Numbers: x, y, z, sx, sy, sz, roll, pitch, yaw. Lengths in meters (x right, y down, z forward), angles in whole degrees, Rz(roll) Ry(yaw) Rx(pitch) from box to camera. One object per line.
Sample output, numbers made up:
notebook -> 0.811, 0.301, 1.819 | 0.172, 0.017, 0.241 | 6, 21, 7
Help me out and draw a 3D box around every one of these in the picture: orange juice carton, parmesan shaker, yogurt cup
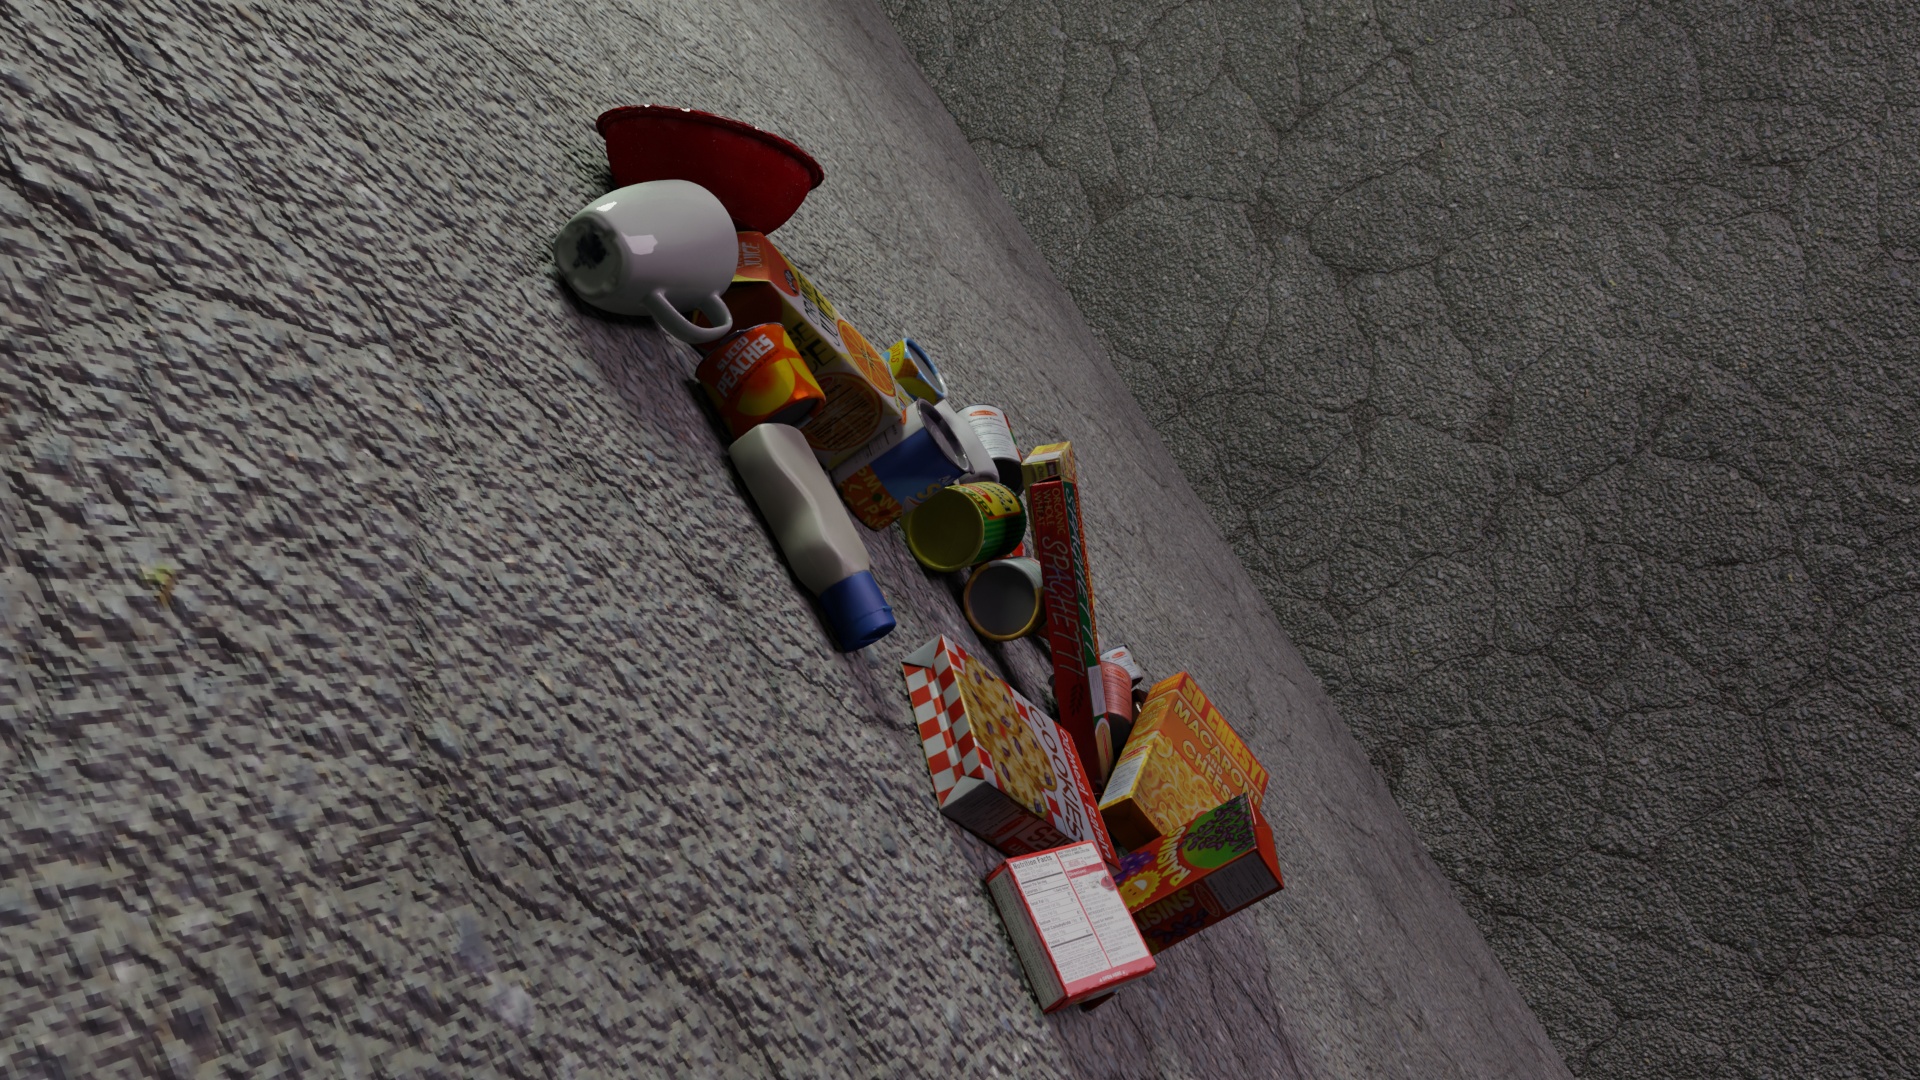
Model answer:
orange juice carton -> -0.129, -0.144, 0.981 | 0.192, 0.073, 0.072 | 44, 19, -37
parmesan shaker -> 0.004, -0.014, 1.117 | 0.071, 0.071, 0.103 | 58, 21, 7
yogurt cup -> 0.112, 0.139, 1.154 | 0.072, 0.072, 0.054 | 45, 26, -36

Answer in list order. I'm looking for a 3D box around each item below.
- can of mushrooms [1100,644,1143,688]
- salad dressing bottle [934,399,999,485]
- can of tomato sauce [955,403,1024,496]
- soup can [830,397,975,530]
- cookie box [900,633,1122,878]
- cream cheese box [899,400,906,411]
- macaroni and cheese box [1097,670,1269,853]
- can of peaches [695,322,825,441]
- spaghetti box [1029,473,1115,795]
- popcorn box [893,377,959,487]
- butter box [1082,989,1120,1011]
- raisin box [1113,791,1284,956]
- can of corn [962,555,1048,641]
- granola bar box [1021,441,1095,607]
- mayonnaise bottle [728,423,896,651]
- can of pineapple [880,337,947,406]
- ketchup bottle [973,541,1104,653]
can of mushrooms -> 0.126, 0.123, 1.227 | 0.033, 0.071, 0.071 | 60, 15, 16
salad dressing bottle -> -0.014, -0.097, 1.282 | 0.064, 0.044, 0.148 | 98, -30, -47
can of tomato sauce -> 0.024, -0.080, 1.340 | 0.071, 0.071, 0.083 | 43, 20, -41
soup can -> -0.043, -0.054, 1.037 | 0.071, 0.083, 0.071 | 51, 16, -20
cookie box -> 0.034, 0.153, 0.927 | 0.167, 0.040, 0.123 | 41, 21, -41
cream cheese box -> -0.068, -0.093, 1.100 | 0.103, 0.053, 0.024 | 49, 14, -24
macaroni and cheese box -> 0.179, 0.200, 1.101 | 0.123, 0.040, 0.167 | 51, 36, -10
can of peaches -> -0.129, -0.099, 0.898 | 0.058, 0.071, 0.071 | 59, 15, 8
spaghetti box -> 0.090, 0.074, 1.097 | 0.050, 0.028, 0.250 | 8, 74, -71
popcorn box -> -0.054, -0.092, 1.173 | 0.126, 0.038, 0.085 | 47, 18, -31
butter box -> 0.090, 0.263, 0.897 | 0.053, 0.024, 0.103 | 60, 16, 13
raisin box -> 0.161, 0.238, 0.978 | 0.040, 0.123, 0.086 | 55, 15, -11
can of corn -> 0.040, 0.049, 1.121 | 0.071, 0.071, 0.058 | 58, 16, 8
granola bar box -> 0.093, -0.004, 1.316 | 0.124, 0.039, 0.165 | -48, 130, -75
mayonnaise bottle -> -0.090, -0.003, 0.869 | 0.148, 0.041, 0.065 | 61, 17, 14
can of pineapple -> -0.054, -0.140, 1.236 | 0.071, 0.058, 0.071 | 50, 16, -20
ketchup bottle -> 0.069, 0.052, 1.228 | 0.148, 0.043, 0.065 | 48, 18, -19
